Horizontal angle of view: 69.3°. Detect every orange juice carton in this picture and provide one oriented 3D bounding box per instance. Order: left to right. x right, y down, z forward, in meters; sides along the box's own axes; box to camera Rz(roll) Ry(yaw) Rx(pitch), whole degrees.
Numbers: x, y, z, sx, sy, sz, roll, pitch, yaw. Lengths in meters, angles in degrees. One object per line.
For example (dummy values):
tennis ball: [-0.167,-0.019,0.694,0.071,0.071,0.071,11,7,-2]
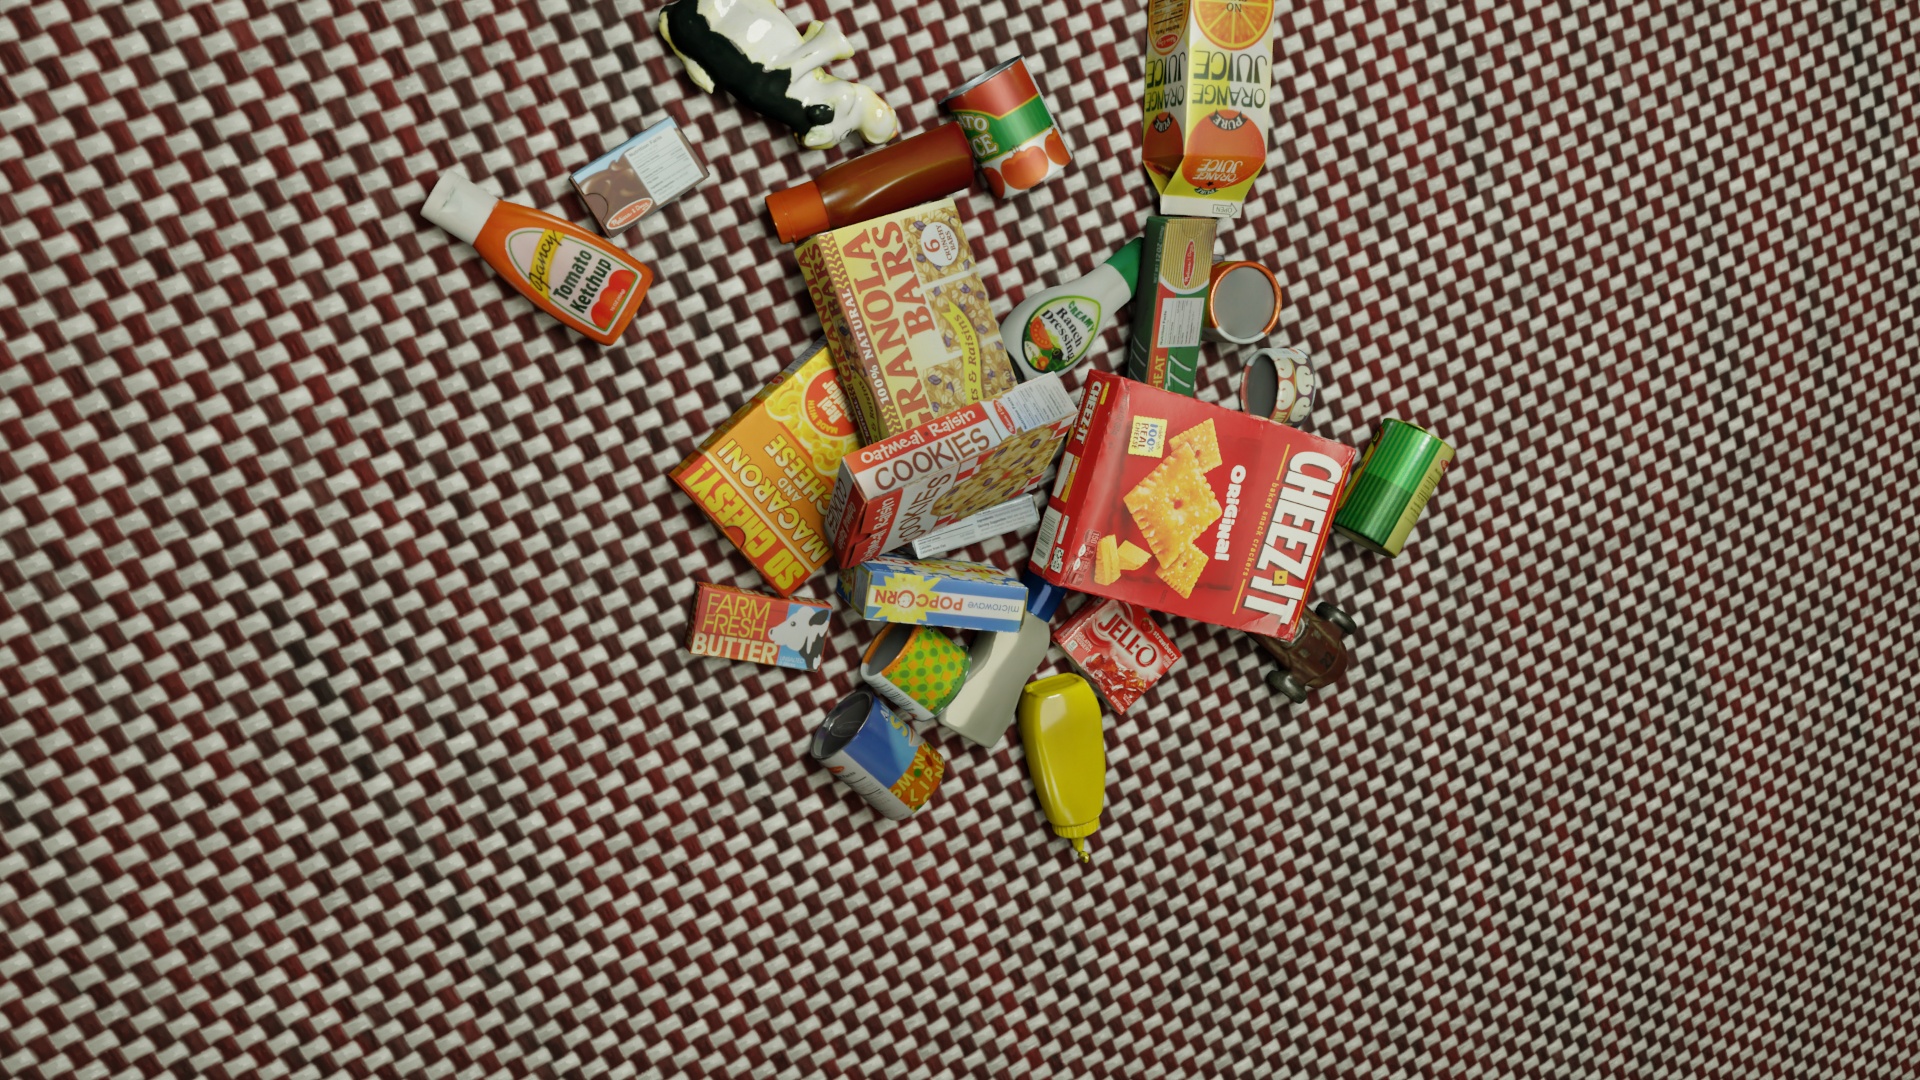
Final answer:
orange juice carton: [0.189,-0.347,1.066,0.072,0.073,0.192,-3,101,-19]

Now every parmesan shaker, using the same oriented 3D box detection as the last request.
parmesan shaker: [0.366,-0.045,1.184,0.071,0.071,0.103,30,90,-22]

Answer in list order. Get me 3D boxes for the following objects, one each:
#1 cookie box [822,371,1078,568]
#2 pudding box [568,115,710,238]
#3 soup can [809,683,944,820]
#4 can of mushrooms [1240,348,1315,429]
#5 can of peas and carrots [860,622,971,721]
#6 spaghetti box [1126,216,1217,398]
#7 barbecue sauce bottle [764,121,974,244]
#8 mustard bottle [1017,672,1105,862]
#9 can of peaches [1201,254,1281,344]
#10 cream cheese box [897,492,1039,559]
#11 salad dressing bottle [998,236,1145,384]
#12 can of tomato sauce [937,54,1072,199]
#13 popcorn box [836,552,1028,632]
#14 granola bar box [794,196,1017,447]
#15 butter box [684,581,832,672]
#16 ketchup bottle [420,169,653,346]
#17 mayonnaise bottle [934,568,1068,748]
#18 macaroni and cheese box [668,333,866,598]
cookie box: [-0.010,-0.047,0.982,0.168,0.122,0.040,-24,74,-20]
pudding box: [-0.222,-0.251,0.960,0.084,0.030,0.049,-36,110,-10]
soup can: [-0.062,0.164,1.073,0.083,0.071,0.071,44,84,-22]
can of mushrooms: [0.258,-0.122,1.134,0.033,0.071,0.071,0,100,-19]
can of peas and carrots: [-0.033,0.094,1.070,0.058,0.071,0.071,39,86,-21]
spaghetti box: [0.157,-0.128,1.092,0.050,0.029,0.249,-6,112,-29]
barbecue sauce bottle: [-0.066,-0.254,1.000,0.149,0.064,0.044,-21,82,-6]
mustard bottle: [0.087,0.191,1.139,0.065,0.049,0.159,-13,104,-18]
can of peaches: [0.214,-0.193,1.110,0.071,0.058,0.071,-4,102,-19]
cream cheese box: [0.004,-0.013,1.070,0.104,0.053,0.024,-17,104,-16]
salad dressing bottle: [0.093,-0.180,1.077,0.148,0.044,0.064,-39,112,-12]
can of tomato sauce: [0.034,-0.303,1.023,0.071,0.071,0.083,-34,110,-11]
popcorn box: [-0.022,0.037,1.053,0.127,0.085,0.038,7,100,-21]
granola bar box: [-0.035,-0.153,1.010,0.125,0.039,0.165,-25,99,-33]
butter box: [-0.152,0.065,1.045,0.103,0.024,0.053,10,97,-21]
ketchup bottle: [-0.287,-0.195,0.940,0.149,0.043,0.064,30,90,-21]
mayonnaise bottle: [0.036,0.089,1.107,0.064,0.041,0.148,32,87,-26]
macaroni and cheese box: [-0.112,-0.058,1.028,0.167,0.040,0.123,-43,110,-9]
